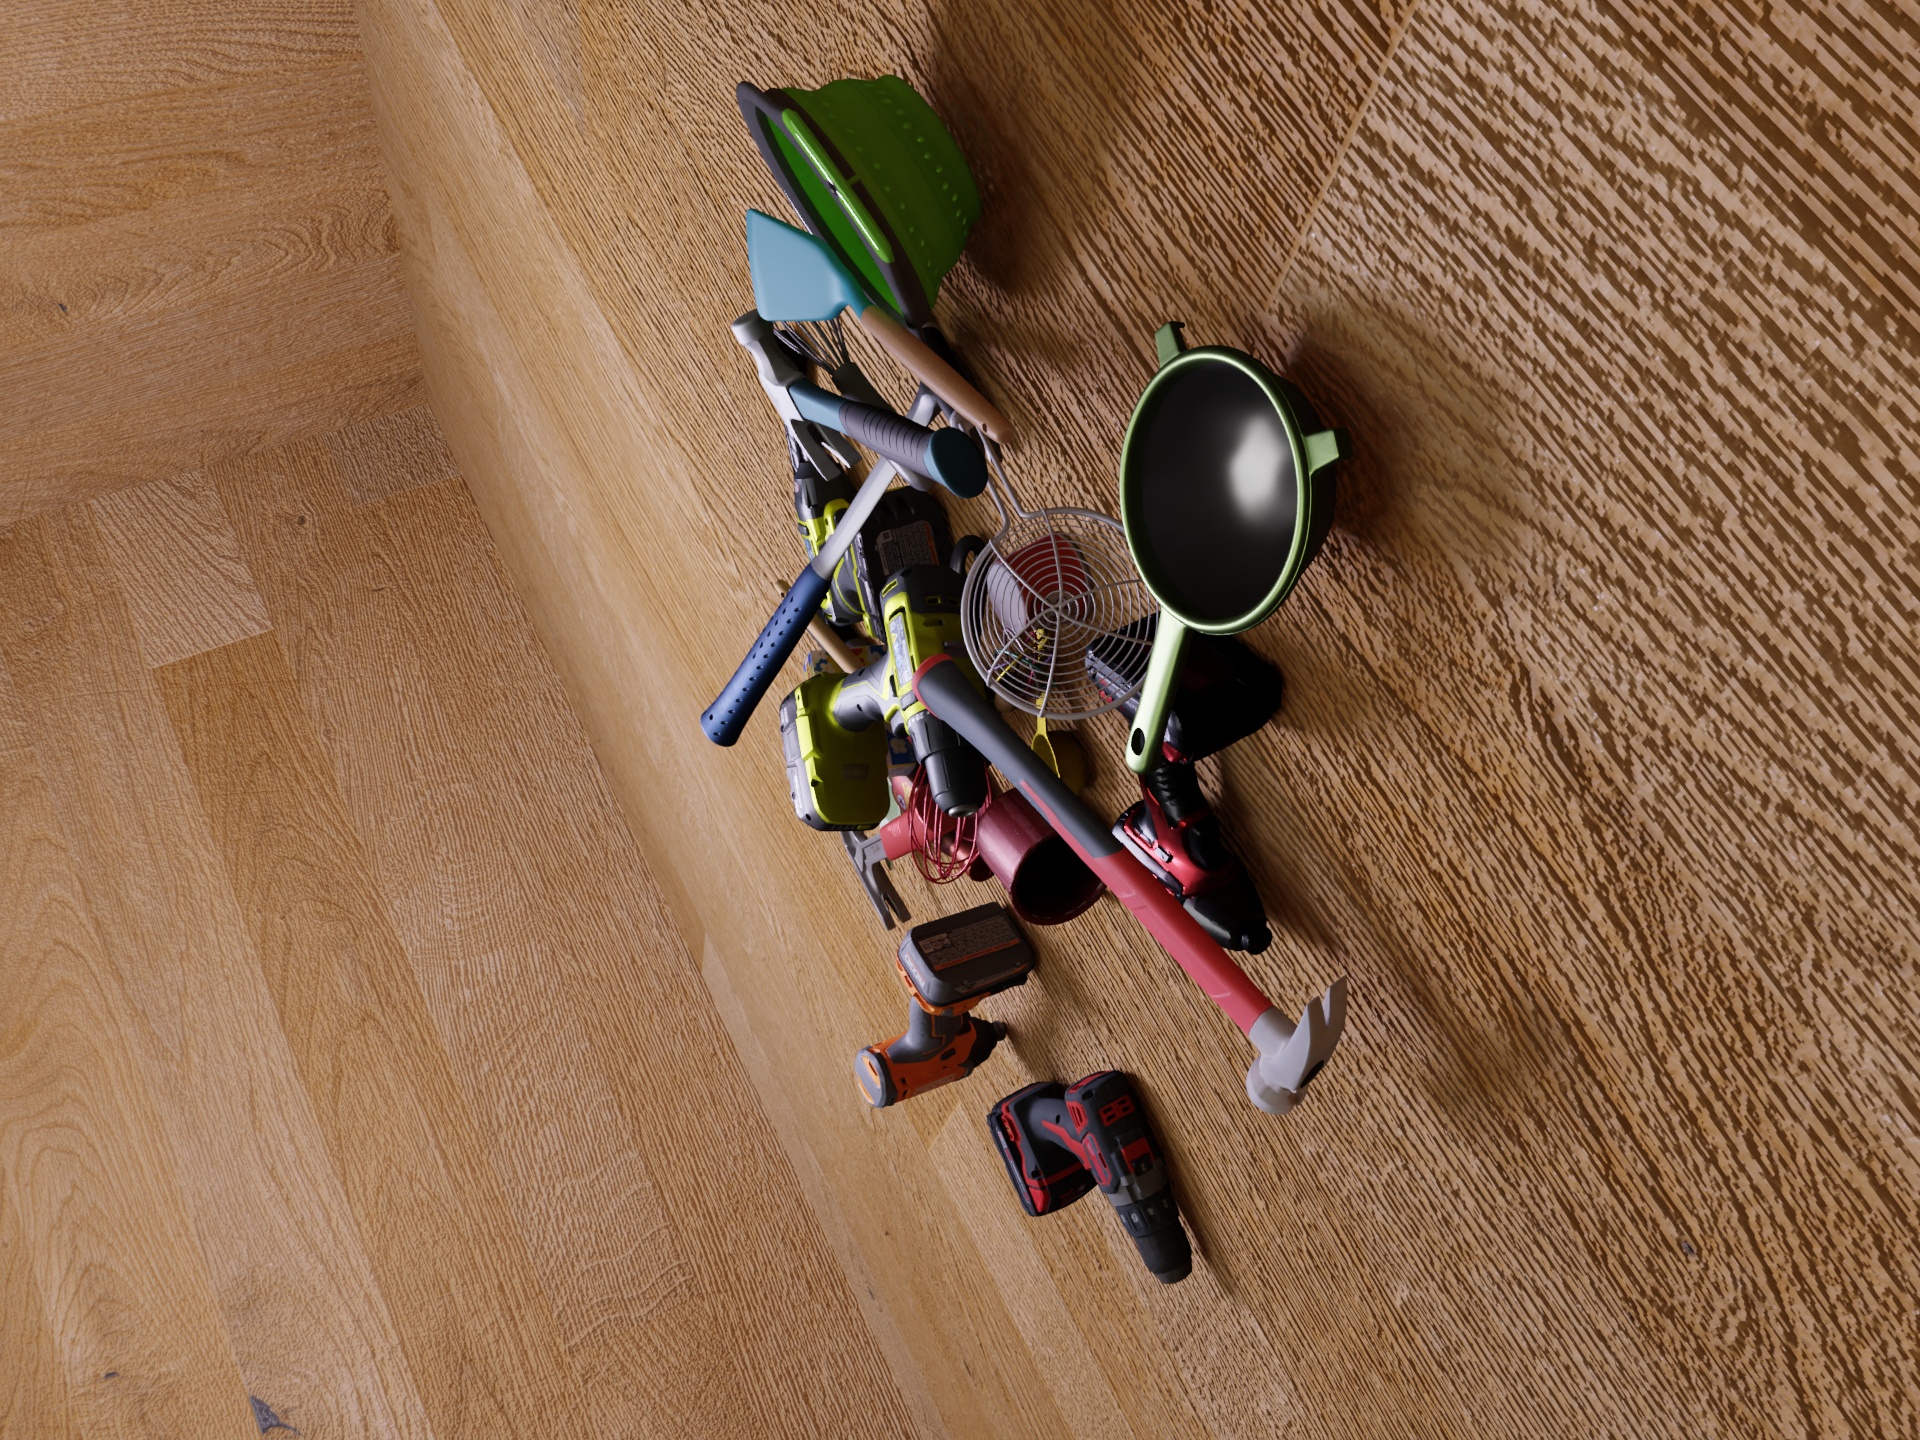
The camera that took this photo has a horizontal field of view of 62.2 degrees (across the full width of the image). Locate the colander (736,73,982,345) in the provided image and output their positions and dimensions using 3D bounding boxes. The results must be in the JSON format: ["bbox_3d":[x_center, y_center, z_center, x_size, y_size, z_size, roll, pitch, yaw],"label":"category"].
[{"bbox_3d":[-0.061,-0.364,1.133,0.204,0.094,0.397,54,178,-9],"label":"colander"}]

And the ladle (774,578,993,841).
[{"bbox_3d":[-0.072,-0.016,1.475,0.315,0.031,0.069,48,132,13],"label":"ladle"}]

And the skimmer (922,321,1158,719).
[{"bbox_3d":[0.031,-0.149,1.050,0.090,0.127,0.364,52,-168,-42],"label":"skimmer"}]

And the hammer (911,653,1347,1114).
[{"bbox_3d":[0.096,0.079,1.035,0.387,0.038,0.143,47,154,27],"label":"hammer"}]

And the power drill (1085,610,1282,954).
[{"bbox_3d":[0.150,0.048,1.033,0.143,0.078,0.219,44,151,46],"label":"power drill"}]

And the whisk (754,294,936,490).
[{"bbox_3d":[-0.084,-0.260,1.196,0.239,0.055,0.055,55,156,21],"label":"whisk"}]

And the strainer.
[{"bbox_3d":[0.146,-0.080,0.875,0.152,0.069,0.256,48,138,42],"label":"strainer"}]

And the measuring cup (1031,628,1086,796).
[{"bbox_3d":[0.075,-0.013,1.230,0.062,0.029,0.156,-147,52,-68],"label":"measuring cup"}]

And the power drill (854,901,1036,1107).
[{"bbox_3d":[-0.005,0.279,1.547,0.084,0.164,0.226,54,143,32],"label":"power drill"}]

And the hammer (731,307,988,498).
[{"bbox_3d":[-0.068,-0.204,1.086,0.331,0.033,0.128,37,159,58],"label":"hammer"}]

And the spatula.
[{"bbox_3d":[-0.056,-0.245,1.020,0.318,0.044,0.082,49,151,45],"label":"spatula"}]

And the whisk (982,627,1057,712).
[{"bbox_3d":[0.044,-0.031,1.192,0.245,0.051,0.047,99,-171,-83],"label":"whisk"}]

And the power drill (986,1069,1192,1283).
[{"bbox_3d":[0.123,0.414,1.454,0.188,0.080,0.226,66,156,4],"label":"power drill"}]

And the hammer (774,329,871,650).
[{"bbox_3d":[-0.147,-0.215,1.543,0.146,0.035,0.334,42,147,48],"label":"hammer"}]

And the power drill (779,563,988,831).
[{"bbox_3d":[-0.055,0.008,1.253,0.228,0.080,0.191,-36,60,52],"label":"power drill"}]

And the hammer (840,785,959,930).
[{"bbox_3d":[-0.056,0.122,1.533,0.149,0.036,0.359,62,162,2],"label":"hammer"}]

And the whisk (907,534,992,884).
[{"bbox_3d":[-0.002,-0.004,1.293,0.073,0.073,0.295,30,120,58],"label":"whisk"}]

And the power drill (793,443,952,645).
[{"bbox_3d":[-0.085,-0.155,1.400,0.223,0.080,0.171,32,139,61],"label":"power drill"}]

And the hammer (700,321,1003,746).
[{"bbox_3d":[-0.104,-0.124,1.275,0.405,0.035,0.144,-53,58,32],"label":"hammer"}]

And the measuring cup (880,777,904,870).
[{"bbox_3d":[-0.063,0.098,1.645,0.083,0.038,0.167,52,156,35],"label":"measuring cup"}]
